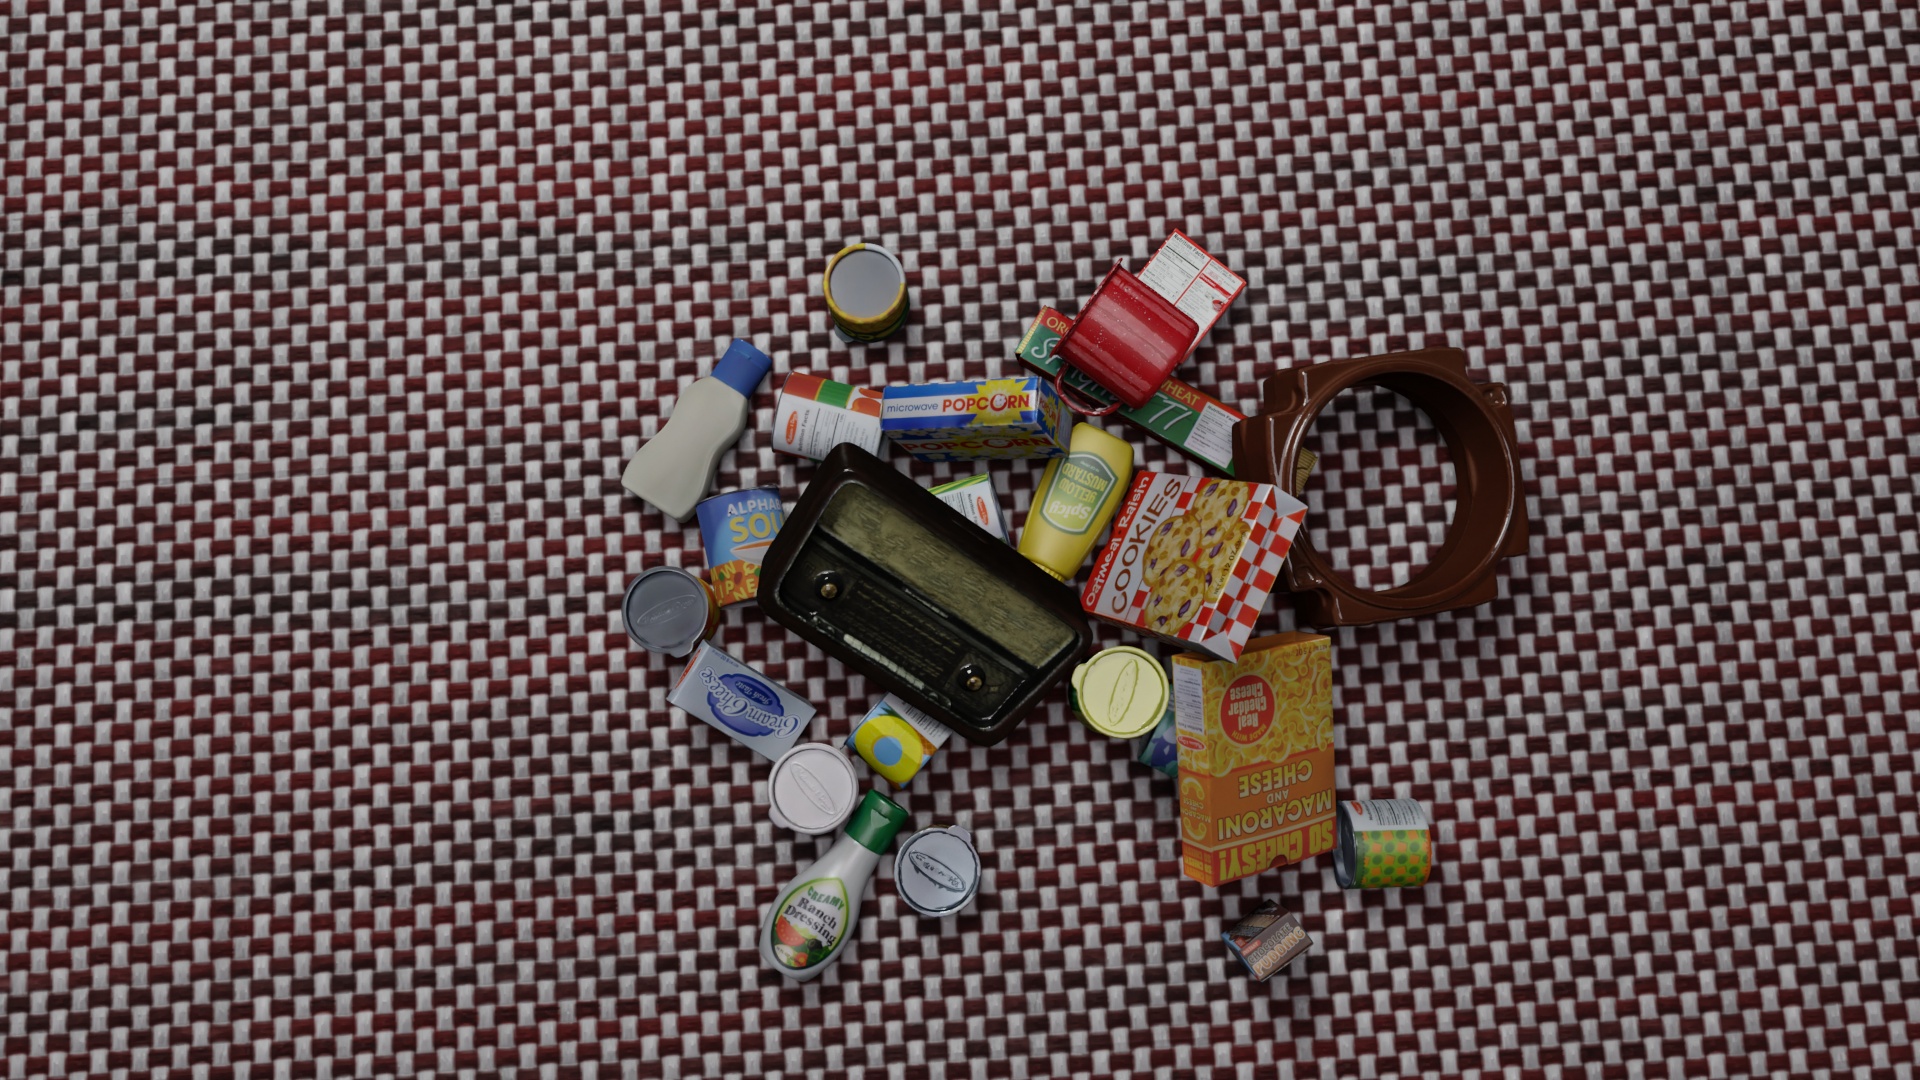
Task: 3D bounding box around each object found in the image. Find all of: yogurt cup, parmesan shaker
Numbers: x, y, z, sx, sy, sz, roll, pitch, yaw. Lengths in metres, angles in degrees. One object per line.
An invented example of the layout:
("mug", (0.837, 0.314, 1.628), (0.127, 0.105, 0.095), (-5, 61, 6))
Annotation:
("yogurt cup", (-0.110, 0.188, 1.060), (0.072, 0.054, 0.072), (0, 83, 0))
("parmesan shaker", (0.114, 0.113, 1.044), (0.071, 0.103, 0.071), (0, 84, 0))

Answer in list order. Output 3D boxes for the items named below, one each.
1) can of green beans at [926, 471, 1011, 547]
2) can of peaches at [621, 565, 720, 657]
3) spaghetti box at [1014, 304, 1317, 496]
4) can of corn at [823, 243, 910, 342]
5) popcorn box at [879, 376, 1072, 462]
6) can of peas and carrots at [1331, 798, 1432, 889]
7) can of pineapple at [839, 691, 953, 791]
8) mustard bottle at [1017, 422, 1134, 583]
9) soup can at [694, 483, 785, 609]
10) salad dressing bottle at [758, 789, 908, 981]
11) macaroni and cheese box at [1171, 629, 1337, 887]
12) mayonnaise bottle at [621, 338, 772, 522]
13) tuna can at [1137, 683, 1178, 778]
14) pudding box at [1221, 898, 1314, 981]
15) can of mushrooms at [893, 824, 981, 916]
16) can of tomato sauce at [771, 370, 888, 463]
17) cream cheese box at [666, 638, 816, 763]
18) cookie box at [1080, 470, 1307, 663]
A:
("can of green beans", (0.003, -0.014, 1.076), (0.058, 0.071, 0.071), (-16, 84, 5))
("can of peaches", (-0.222, 0.057, 1.075), (0.071, 0.058, 0.071), (0, 83, 0))
("spaghetti box", (0.162, -0.106, 1.107), (0.250, 0.028, 0.050), (30, 84, 3))
("can of corn", (-0.076, -0.194, 1.104), (0.071, 0.058, 0.071), (0, 83, 0))
("popcorn box", (0.013, -0.091, 1.058), (0.126, 0.085, 0.038), (-1, 75, 21))
("can of peas and carrots", (0.316, 0.231, 1.049), (0.059, 0.071, 0.071), (-2, 83, 0))
("can of pineapple", (-0.047, 0.150, 1.060), (0.058, 0.071, 0.071), (41, 85, 4))
("mustard bottle", (0.081, -0.011, 1.086), (0.065, 0.048, 0.160), (24, 84, 9))
("soup can", (-0.162, 0.005, 1.075), (0.071, 0.071, 0.084), (-13, 84, -1))
("salad dressing bottle", (-0.095, 0.260, 1.057), (0.064, 0.044, 0.148), (33, 84, 3))
("macaroni and cheese box", (0.219, 0.159, 1.026), (0.124, 0.040, 0.166), (-8, 98, -29))
("mayonnaise bottle", (-0.204, -0.090, 1.102), (0.065, 0.041, 0.148), (32, 83, 4))
("tuna can", (0.163, 0.143, 1.057), (0.033, 0.071, 0.071), (24, 84, 3))
("pudding box", (0.227, 0.297, 1.032), (0.050, 0.083, 0.030), (-36, 82, -3))
("can of mushrooms", (-0.016, 0.250, 1.063), (0.071, 0.033, 0.071), (0, 83, 1))
("can of tomato sauce", (-0.099, -0.092, 1.090), (0.083, 0.071, 0.071), (14, 84, 1))
("cream cheese box", (-0.167, 0.124, 1.062), (0.103, 0.024, 0.053), (35, 85, -25))
("cookie box", (0.165, 0.014, 1.027), (0.040, 0.167, 0.123), (29, 83, -26))
